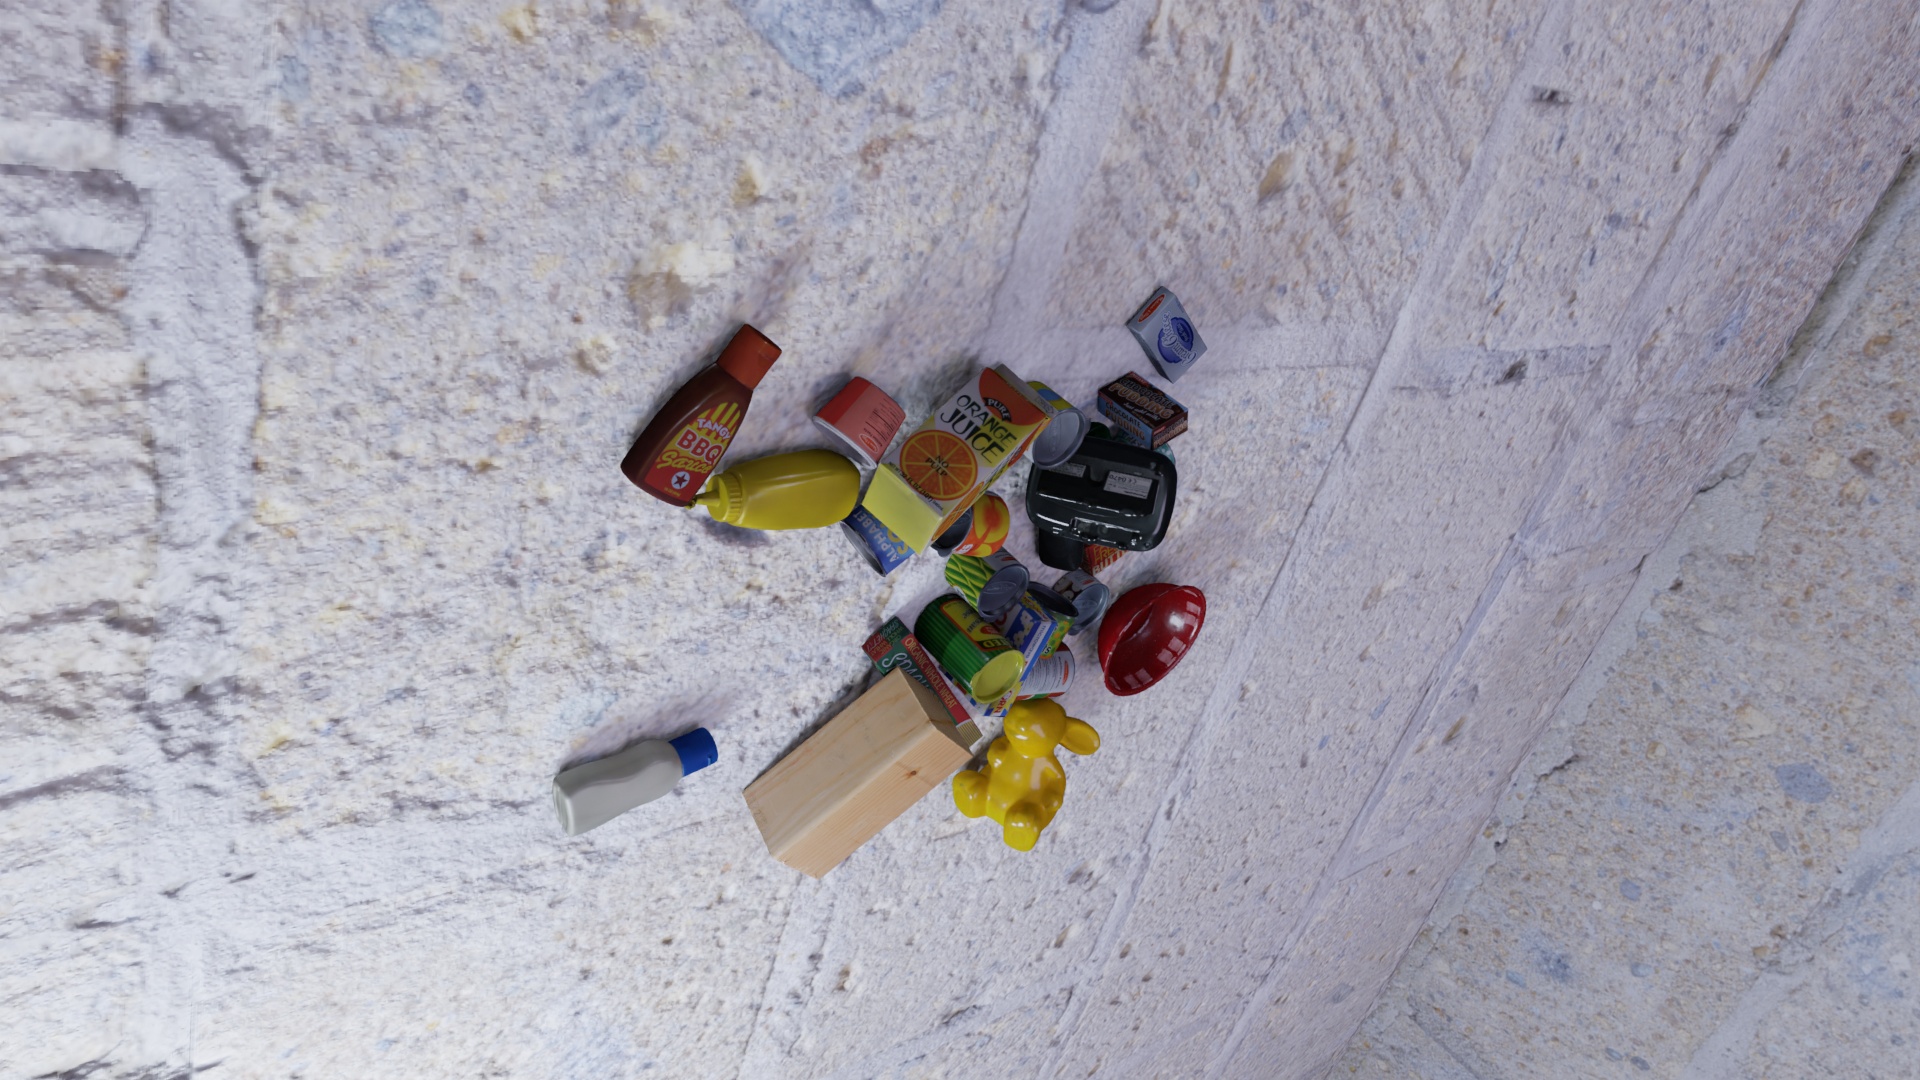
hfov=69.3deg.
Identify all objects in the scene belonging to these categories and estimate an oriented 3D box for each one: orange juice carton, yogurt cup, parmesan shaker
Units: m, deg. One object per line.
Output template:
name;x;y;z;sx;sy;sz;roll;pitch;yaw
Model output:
orange juice carton;0.006;-0.083;1.224;0.193;0.072;0.072;-45;173;-31
yogurt cup;-0.083;-0.101;1.167;0.054;0.072;0.072;-52;144;-7
parmesan shaker;0.006;0.108;1.409;0.071;0.103;0.071;-27;139;-26

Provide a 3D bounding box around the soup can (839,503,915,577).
soup can;-0.057;-0.018;1.261;0.084;0.071;0.071;-39;142;-12

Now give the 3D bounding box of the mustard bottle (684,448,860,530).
mustard bottle;-0.160;-0.040;1.156;0.161;0.049;0.065;-7;128;-41

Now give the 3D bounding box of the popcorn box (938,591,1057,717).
popcorn box;0.039;0.111;1.458;0.038;0.085;0.126;6;119;-46

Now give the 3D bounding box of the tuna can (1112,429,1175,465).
tuna can;0.189;-0.091;1.440;0.033;0.071;0.070;-35;142;-15

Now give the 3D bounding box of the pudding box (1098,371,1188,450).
pudding box;0.182;-0.130;1.384;0.050;0.084;0.030;-29;139;-23

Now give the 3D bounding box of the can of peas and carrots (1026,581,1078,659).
can of peas and carrots;0.085;0.087;1.495;0.071;0.071;0.058;11;115;-49

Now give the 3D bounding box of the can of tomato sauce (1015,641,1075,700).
can of tomato sauce;0.074;0.143;1.541;0.083;0.071;0.071;1;122;-44

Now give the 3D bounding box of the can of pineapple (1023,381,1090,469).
can of pineapple;0.078;-0.110;1.320;0.071;0.058;0.070;-26;139;-26

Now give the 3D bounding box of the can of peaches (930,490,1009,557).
can of peaches;0.005;-0.017;1.324;0.058;0.071;0.071;9;116;-49

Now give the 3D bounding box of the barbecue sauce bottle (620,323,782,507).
barbecue sauce bottle;-0.196;-0.098;1.073;0.148;0.044;0.065;-52;142;6

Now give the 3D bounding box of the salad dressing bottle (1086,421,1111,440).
salad dressing bottle;0.147;-0.061;1.447;0.064;0.044;0.147;-34;140;-14

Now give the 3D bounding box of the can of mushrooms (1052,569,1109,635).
can of mushrooms;0.130;0.069;1.555;0.071;0.033;0.070;-27;139;-26

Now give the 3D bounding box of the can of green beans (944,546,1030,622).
can of green beans;0.026;0.036;1.401;0.071;0.058;0.071;-26;138;-26

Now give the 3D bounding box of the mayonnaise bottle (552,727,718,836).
mayonnaise bottle;-0.294;0.214;1.261;0.149;0.041;0.064;-21;137;-32

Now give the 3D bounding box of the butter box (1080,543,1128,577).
butter box;0.175;-0.007;1.537;0.104;0.024;0.052;-34;142;-18

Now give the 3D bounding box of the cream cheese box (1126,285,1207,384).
cream cheese box;0.207;-0.205;1.391;0.053;0.024;0.103;-47;143;1

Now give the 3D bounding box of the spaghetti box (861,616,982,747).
spaghetti box;-0.038;0.163;1.477;0.050;0.029;0.249;-40;143;-8
